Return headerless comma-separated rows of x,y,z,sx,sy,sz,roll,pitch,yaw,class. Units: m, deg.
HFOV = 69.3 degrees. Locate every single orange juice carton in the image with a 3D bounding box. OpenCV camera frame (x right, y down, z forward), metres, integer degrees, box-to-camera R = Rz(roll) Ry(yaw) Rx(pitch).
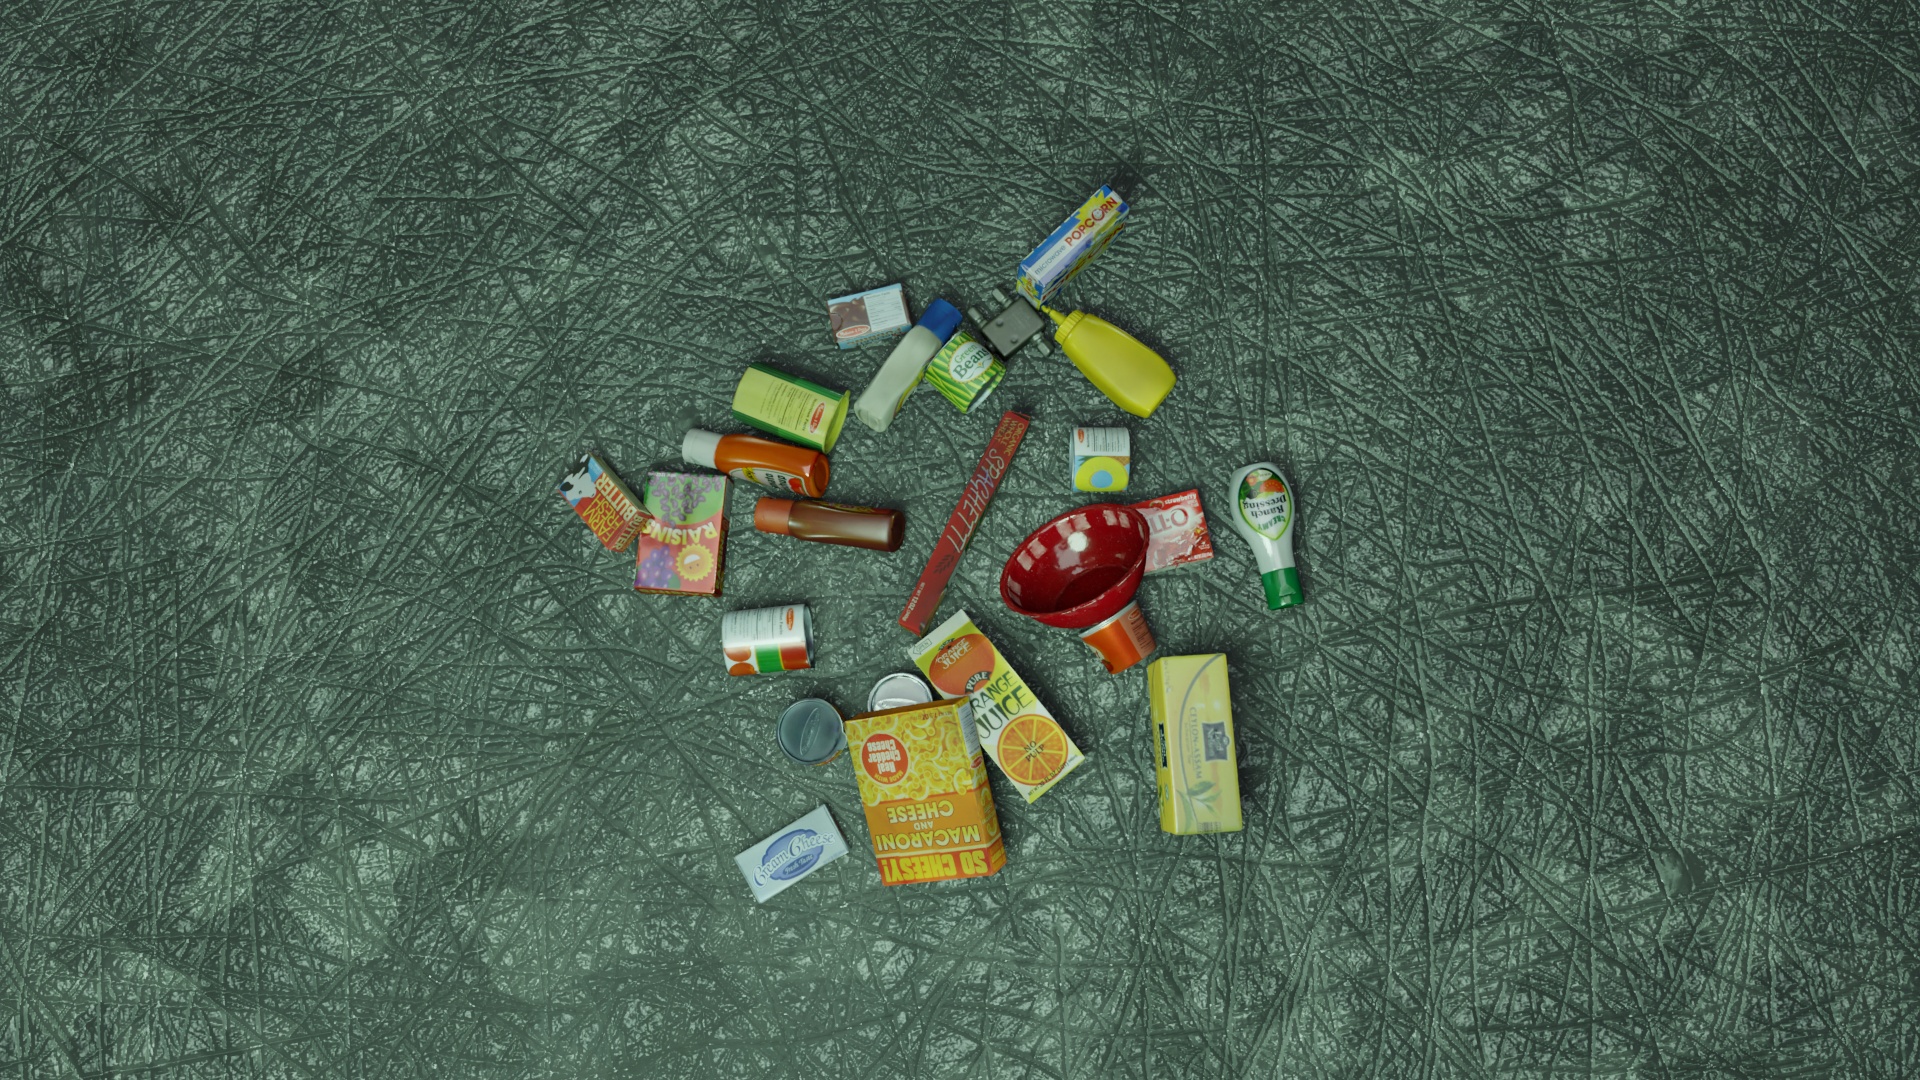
0.034,0.162,1.374,0.072,0.073,0.193,-39,81,-5,orange juice carton

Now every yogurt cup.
0.160,0.098,1.389,0.072,0.072,0.054,-32,90,-4,yogurt cup

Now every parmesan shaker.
-0.174,-0.140,1.433,0.103,0.071,0.071,22,82,5,parmesan shaker

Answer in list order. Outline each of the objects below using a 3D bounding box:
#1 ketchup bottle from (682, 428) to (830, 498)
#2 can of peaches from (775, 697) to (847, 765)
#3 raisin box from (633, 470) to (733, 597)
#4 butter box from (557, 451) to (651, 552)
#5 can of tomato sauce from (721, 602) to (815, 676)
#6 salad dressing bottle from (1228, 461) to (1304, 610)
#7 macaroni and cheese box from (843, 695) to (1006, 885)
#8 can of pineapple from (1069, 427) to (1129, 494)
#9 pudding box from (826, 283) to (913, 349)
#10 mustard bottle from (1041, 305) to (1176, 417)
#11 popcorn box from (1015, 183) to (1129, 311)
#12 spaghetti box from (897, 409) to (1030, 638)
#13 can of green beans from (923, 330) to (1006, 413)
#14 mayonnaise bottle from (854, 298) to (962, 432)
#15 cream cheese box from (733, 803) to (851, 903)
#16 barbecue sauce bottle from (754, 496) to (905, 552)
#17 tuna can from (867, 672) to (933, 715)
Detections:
-0.211,-0.083,1.429,0.149,0.064,0.044,14,71,12,ketchup bottle
-0.145,0.191,1.380,0.071,0.058,0.071,0,80,1,can of peaches
-0.284,-0.006,1.426,0.086,0.040,0.123,4,79,2,raisin box
-0.364,-0.039,1.420,0.053,0.024,0.104,-50,63,8,butter box
-0.192,0.101,1.394,0.083,0.071,0.071,-6,81,1,can of tomato sauce
0.315,-0.004,1.412,0.064,0.044,0.148,-12,81,0,salad dressing bottle
-0.033,0.242,1.341,0.123,0.040,0.166,-12,93,24,macaroni and cheese box
0.141,-0.081,1.419,0.058,0.071,0.071,0,81,1,can of pineapple
-0.096,-0.237,1.467,0.084,0.030,0.049,-14,82,-1,pudding box
0.148,-0.196,1.446,0.160,0.048,0.065,40,83,8,mustard bottle
0.115,-0.303,1.446,0.127,0.085,0.038,-44,84,-6,popcorn box
0.005,-0.018,1.417,0.029,0.050,0.250,26,82,4,spaghetti box
0.005,-0.173,1.435,0.058,0.071,0.071,43,84,7,can of green beans
-0.053,-0.184,1.442,0.041,0.064,0.148,35,79,3,mayonnaise bottle
-0.166,0.310,1.377,0.104,0.024,0.053,-30,81,-4,cream cheese box
-0.134,-0.018,1.416,0.148,0.065,0.043,7,89,11,barbecue sauce bottle
-0.059,0.169,1.395,0.071,0.033,0.071,0,80,1,tuna can
